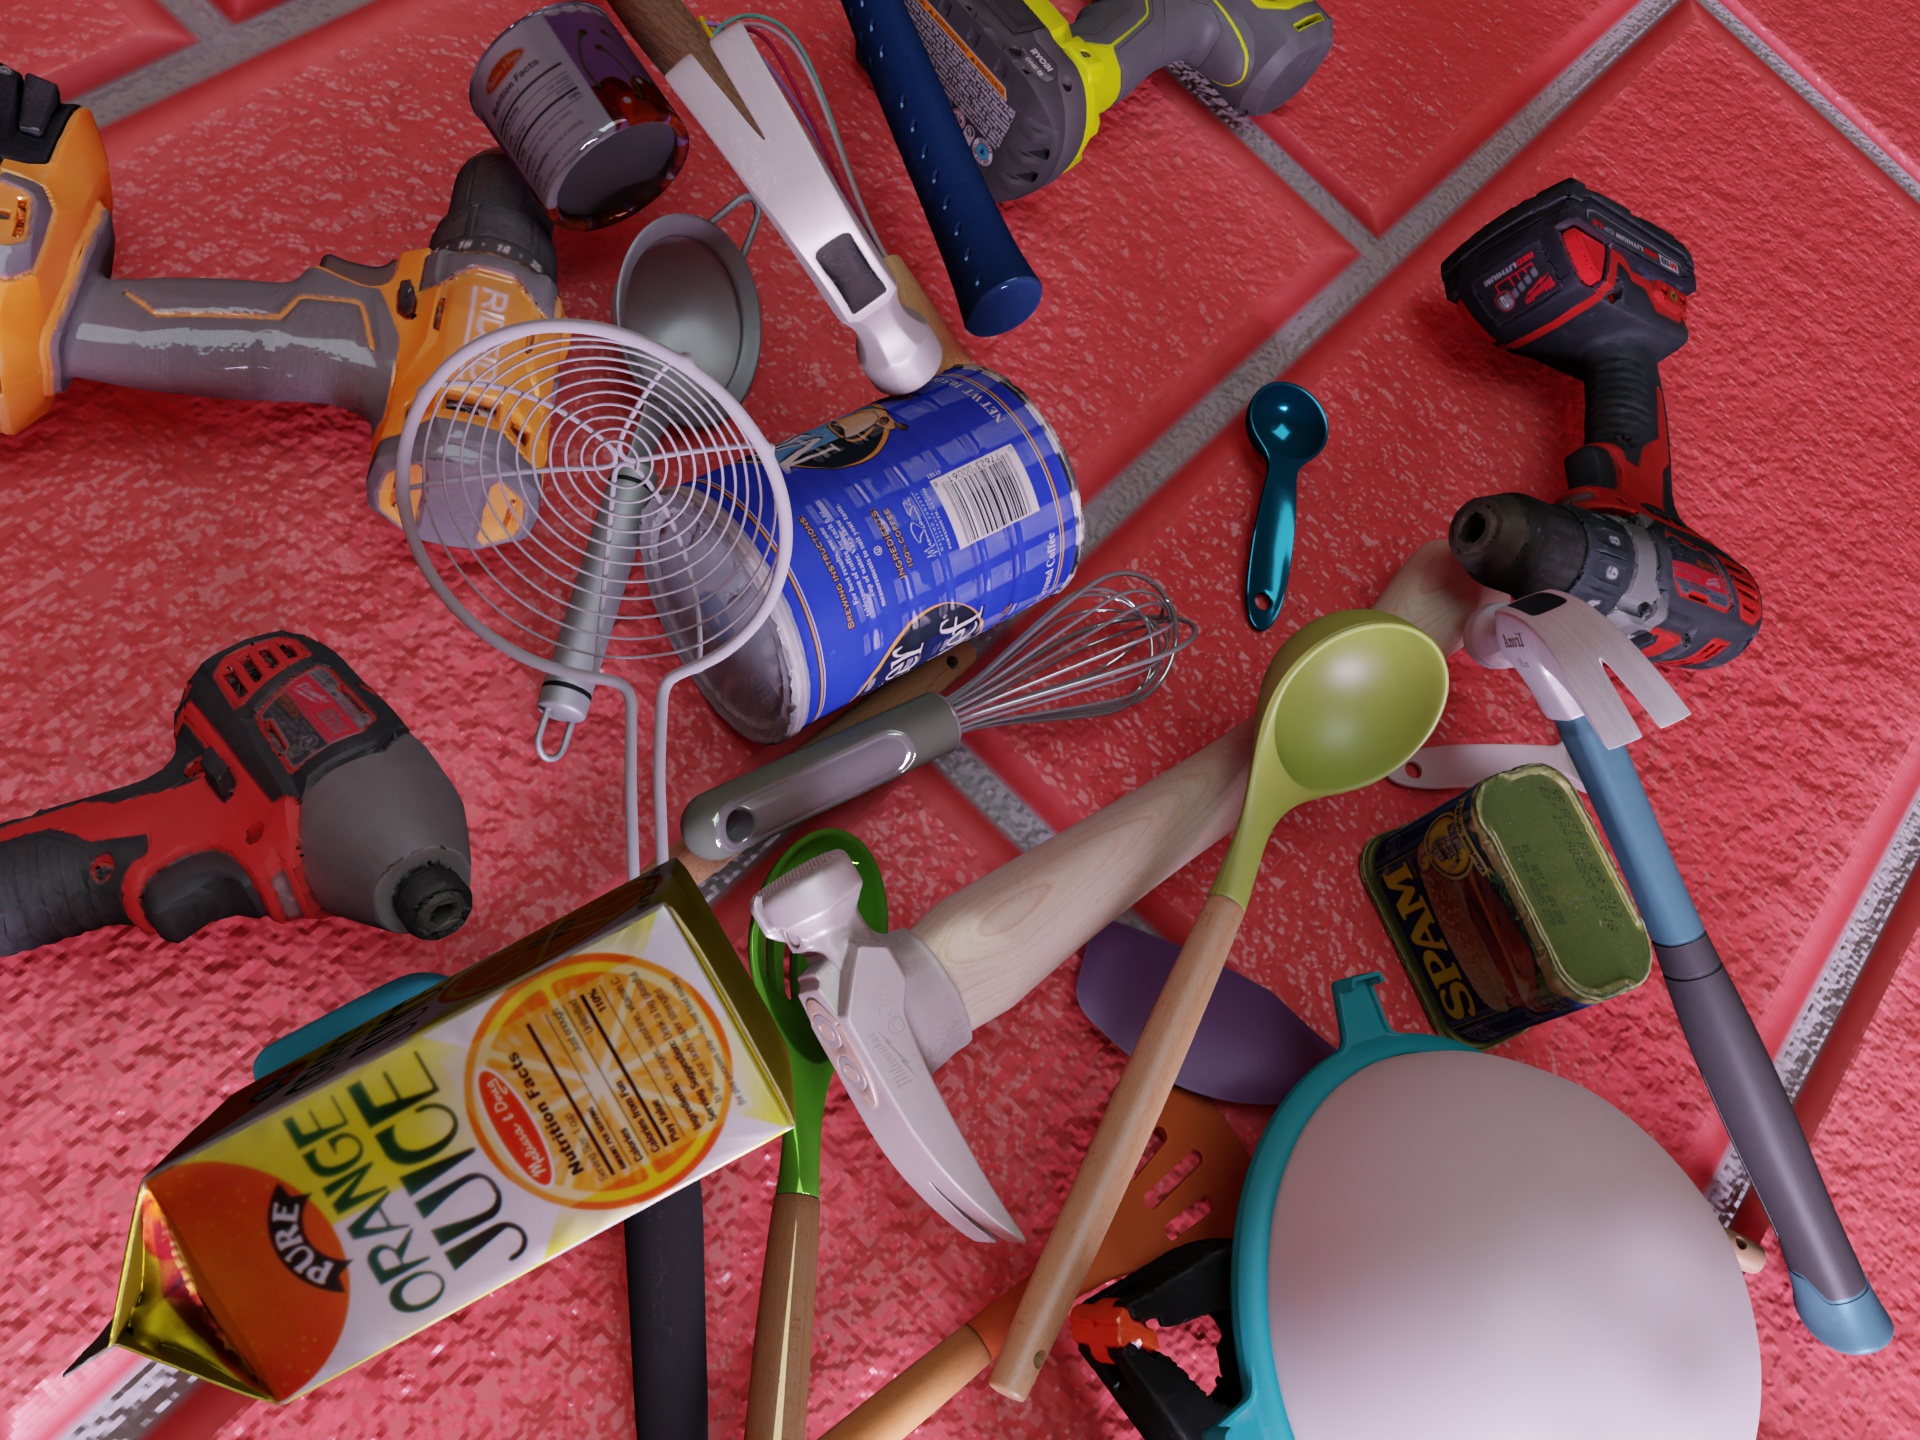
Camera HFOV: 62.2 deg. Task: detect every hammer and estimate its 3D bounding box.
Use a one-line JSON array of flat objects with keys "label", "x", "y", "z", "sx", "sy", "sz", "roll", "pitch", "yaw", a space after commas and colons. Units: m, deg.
[{"label": "hammer", "x": 0.111, "y": 0.034, "z": 0.645, "sx": 0.410, "sy": 0.038, "sz": 0.146, "roll": -31, "pitch": 93, "yaw": -34}, {"label": "hammer", "x": 0.300, "y": 0.101, "z": 0.655, "sx": 0.033, "sy": 0.128, "sz": 0.331, "roll": -24, "pitch": 90, "yaw": 1}, {"label": "hammer", "x": -0.054, "y": -0.354, "z": 0.723, "sx": 0.035, "sy": 0.144, "sz": 0.406, "roll": -14, "pitch": 75, "yaw": -27}, {"label": "hammer", "x": -0.111, "y": -0.268, "z": 0.641, "sx": 0.031, "sy": 0.129, "sz": 0.332, "roll": -35, "pitch": 55, "yaw": 3}]

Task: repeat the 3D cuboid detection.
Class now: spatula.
[{"label": "spatula", "x": -0.015, "y": 0.228, "z": 0.541, "sx": 0.322, "sy": 0.041, "sz": 0.081, "roll": -31, "pitch": 80, "yaw": -24}, {"label": "spatula", "x": 0.189, "y": 0.162, "z": 0.644, "sx": 0.316, "sy": 0.018, "sz": 0.060, "roll": 24, "pitch": 52, "yaw": -7}, {"label": "spatula", "x": -0.097, "y": 0.055, "z": 0.576, "sx": 0.317, "sy": 0.044, "sz": 0.082, "roll": -39, "pitch": 100, "yaw": -31}]

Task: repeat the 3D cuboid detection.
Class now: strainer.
[{"label": "strainer", "x": -0.131, "y": -0.103, "z": 0.636, "sx": 0.086, "sy": 0.050, "sz": 0.259, "roll": 41, "pitch": 54, "yaw": -51}, {"label": "strainer", "x": 0.252, "y": 0.242, "z": 0.559, "sx": 0.340, "sy": 0.095, "sz": 0.211, "roll": 36, "pitch": 54, "yaw": -13}]

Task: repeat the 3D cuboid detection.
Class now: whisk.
[{"label": "whisk", "x": -0.001, "y": -0.002, "z": 0.618, "sx": 0.246, "sy": 0.059, "sz": 0.057, "roll": -25, "pitch": 115, "yaw": -33}, {"label": "whisk", "x": -0.047, "y": -0.222, "z": 0.721, "sx": 0.051, "sy": 0.047, "sz": 0.245, "roll": -32, "pitch": 85, "yaw": -18}]

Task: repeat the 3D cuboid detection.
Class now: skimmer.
[{"label": "skimmer", "x": -0.108, "y": 0.063, "z": 0.496, "sx": 0.127, "sy": 0.090, "sz": 0.363, "roll": -5, "pitch": 83, "yaw": 7}]

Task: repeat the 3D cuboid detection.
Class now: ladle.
[{"label": "ladle", "x": 0.095, "y": 0.089, "z": 0.566, "sx": 0.078, "sy": 0.062, "sz": 0.320, "roll": 51, "pitch": 57, "yaw": -36}]

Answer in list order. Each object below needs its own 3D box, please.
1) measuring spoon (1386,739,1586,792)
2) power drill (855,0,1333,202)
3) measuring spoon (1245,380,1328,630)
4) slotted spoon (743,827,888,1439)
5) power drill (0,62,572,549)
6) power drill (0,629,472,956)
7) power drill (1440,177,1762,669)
[{"label": "measuring spoon", "x": 0.249, "y": 0.022, "z": 0.734, "sx": 0.124, "sy": 0.018, "sz": 0.034, "roll": -2, "pitch": 68, "yaw": -13}, {"label": "power drill", "x": 0.060, "y": -0.370, "z": 0.804, "sx": 0.228, "sy": 0.080, "sz": 0.190, "roll": -36, "pitch": 83, "yaw": -32}, {"label": "measuring spoon", "x": 0.145, "y": -0.099, "z": 0.750, "sx": 0.042, "sy": 0.021, "sz": 0.129, "roll": 16, "pitch": 72, "yaw": -13}, {"label": "slotted spoon", "x": -0.058, "y": 0.182, "z": 0.521, "sx": 0.070, "sy": 0.031, "sz": 0.314, "roll": 36, "pitch": 47, "yaw": -43}, {"label": "power drill", "x": -0.261, "y": -0.169, "z": 0.598, "sx": 0.226, "sy": 0.084, "sz": 0.186, "roll": 11, "pitch": 57, "yaw": -20}, {"label": "power drill", "x": -0.258, "y": 0.059, "z": 0.472, "sx": 0.219, "sy": 0.078, "sz": 0.143, "roll": -30, "pitch": 47, "yaw": -29}, {"label": "power drill", "x": 0.295, "y": -0.141, "z": 0.766, "sx": 0.187, "sy": 0.080, "sz": 0.227, "roll": 12, "pitch": 65, "yaw": -32}]
